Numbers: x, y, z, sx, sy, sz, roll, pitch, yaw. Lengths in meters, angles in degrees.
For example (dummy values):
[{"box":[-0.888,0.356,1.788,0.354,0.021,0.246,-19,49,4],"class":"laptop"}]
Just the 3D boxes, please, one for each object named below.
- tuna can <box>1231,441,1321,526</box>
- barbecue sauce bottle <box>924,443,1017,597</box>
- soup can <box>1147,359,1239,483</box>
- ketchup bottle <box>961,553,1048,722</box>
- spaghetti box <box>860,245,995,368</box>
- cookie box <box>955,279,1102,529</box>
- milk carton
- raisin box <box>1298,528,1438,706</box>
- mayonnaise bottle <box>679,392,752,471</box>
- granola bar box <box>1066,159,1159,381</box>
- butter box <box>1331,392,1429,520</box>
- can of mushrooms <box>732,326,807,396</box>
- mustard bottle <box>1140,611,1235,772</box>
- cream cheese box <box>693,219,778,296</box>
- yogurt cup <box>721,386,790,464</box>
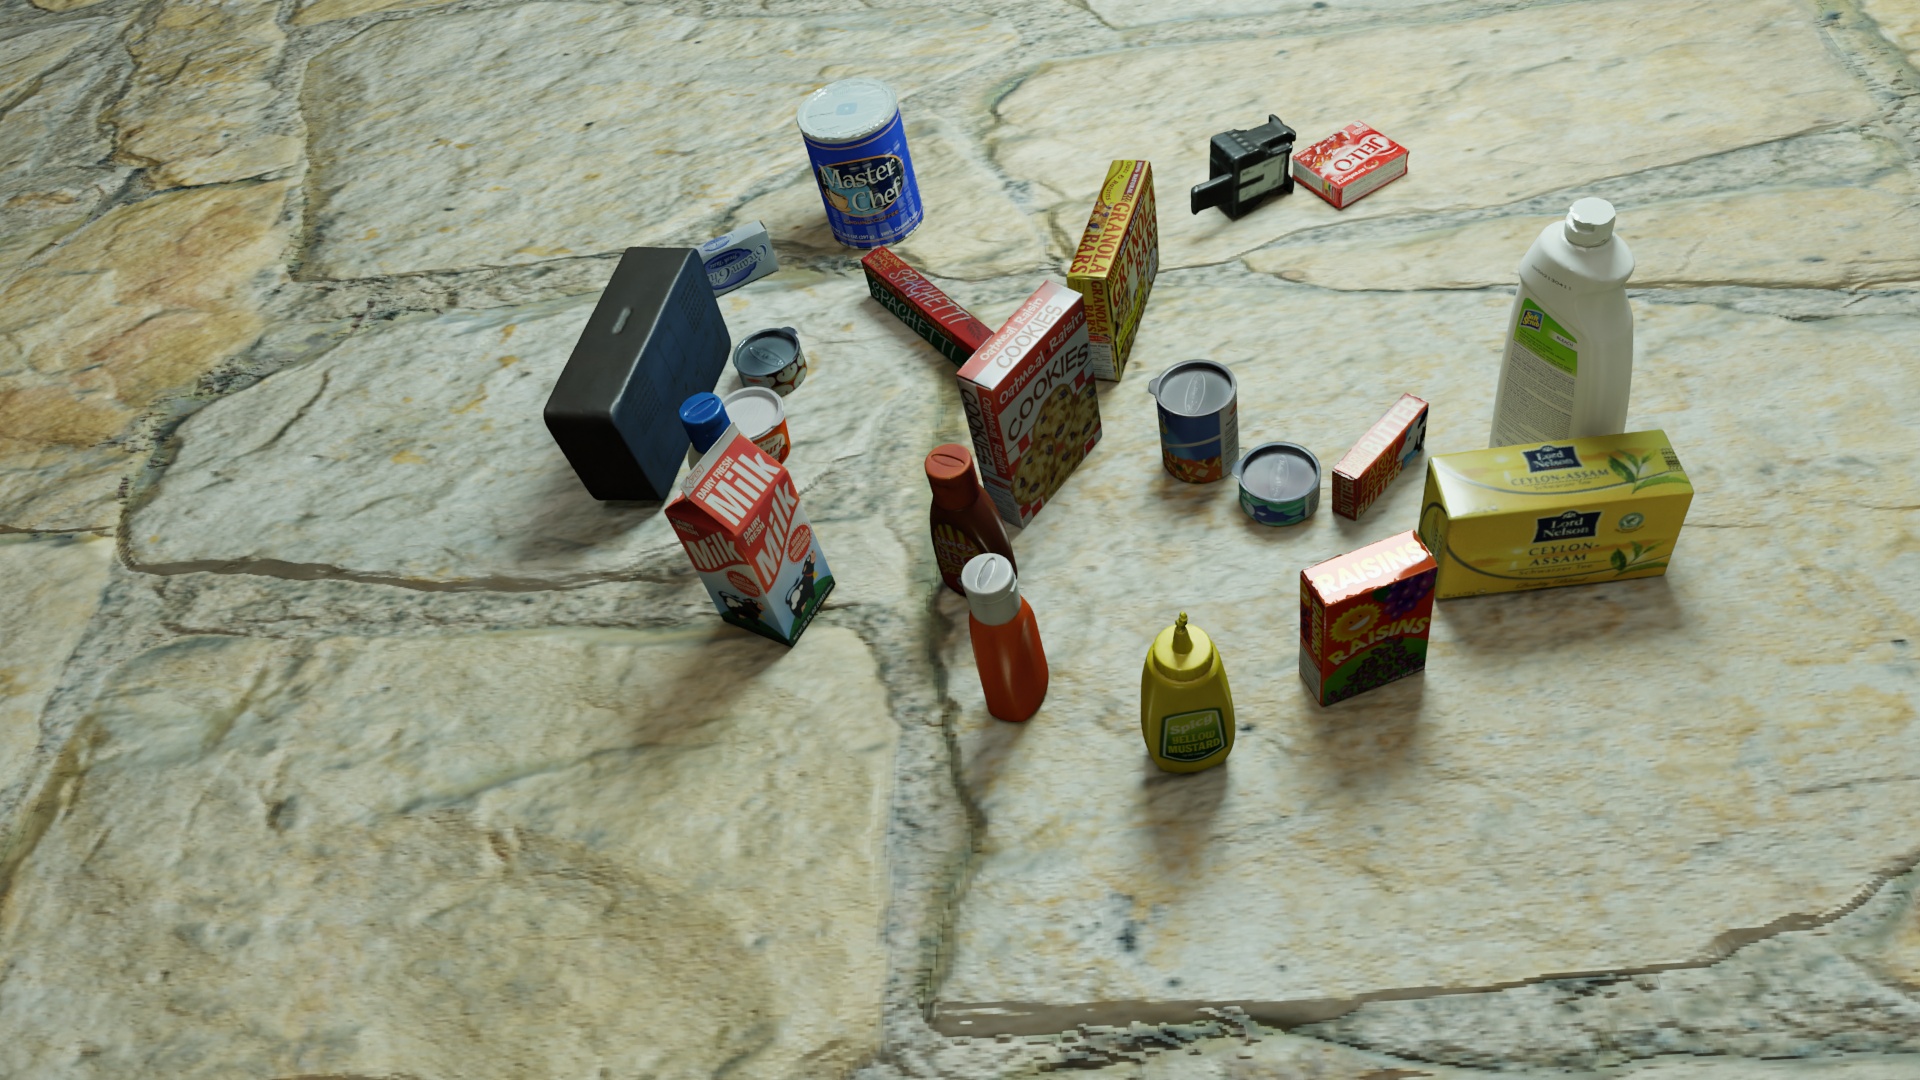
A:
[{"box":[0.256,-0.046,1.129,0.071,0.032,0.071,-6,50,8],"class":"tuna can"},{"box":[0.004,-0.014,1.083,0.065,0.147,0.044,17,57,25],"class":"barbecue sauce bottle"},{"box":[0.195,-0.099,1.153,0.071,0.083,0.072,-7,50,8],"class":"soup can"},{"box":[0.032,0.069,1.008,0.043,0.148,0.065,9,54,20],"class":"ketchup bottle"},{"box":[-0.013,-0.202,1.310,0.029,0.050,0.251,-35,52,-16],"class":"spaghetti box"},{"box":[0.060,-0.110,1.139,0.040,0.166,0.123,26,60,30],"class":"cookie box"},{"box":[-0.168,-0.006,1.089,0.073,0.189,0.073,17,57,25],"class":"milk carton"},{"box":[0.285,0.056,0.977,0.086,0.122,0.040,-19,49,-3],"class":"raisin box"},{"box":[-0.196,-0.060,1.169,0.065,0.147,0.041,-36,52,-16],"class":"mayonnaise bottle"},{"box":[0.142,-0.246,1.263,0.039,0.123,0.166,8,53,19],"class":"granola bar box"},{"box":[0.337,-0.067,1.115,0.024,0.053,0.104,33,64,33],"class":"butter box"},{"box":[-0.181,-0.172,1.334,0.071,0.033,0.071,-6,50,8],"class":"can of mushrooms"},{"box":[0.152,0.101,0.946,0.065,0.159,0.049,-11,49,4],"class":"mustard bottle"},{"box":[-0.243,-0.285,1.430,0.104,0.053,0.024,-26,50,-9],"class":"cream cheese box"},{"box":[-0.187,-0.098,1.260,0.072,0.053,0.073,-6,50,8],"class":"yogurt cup"}]
